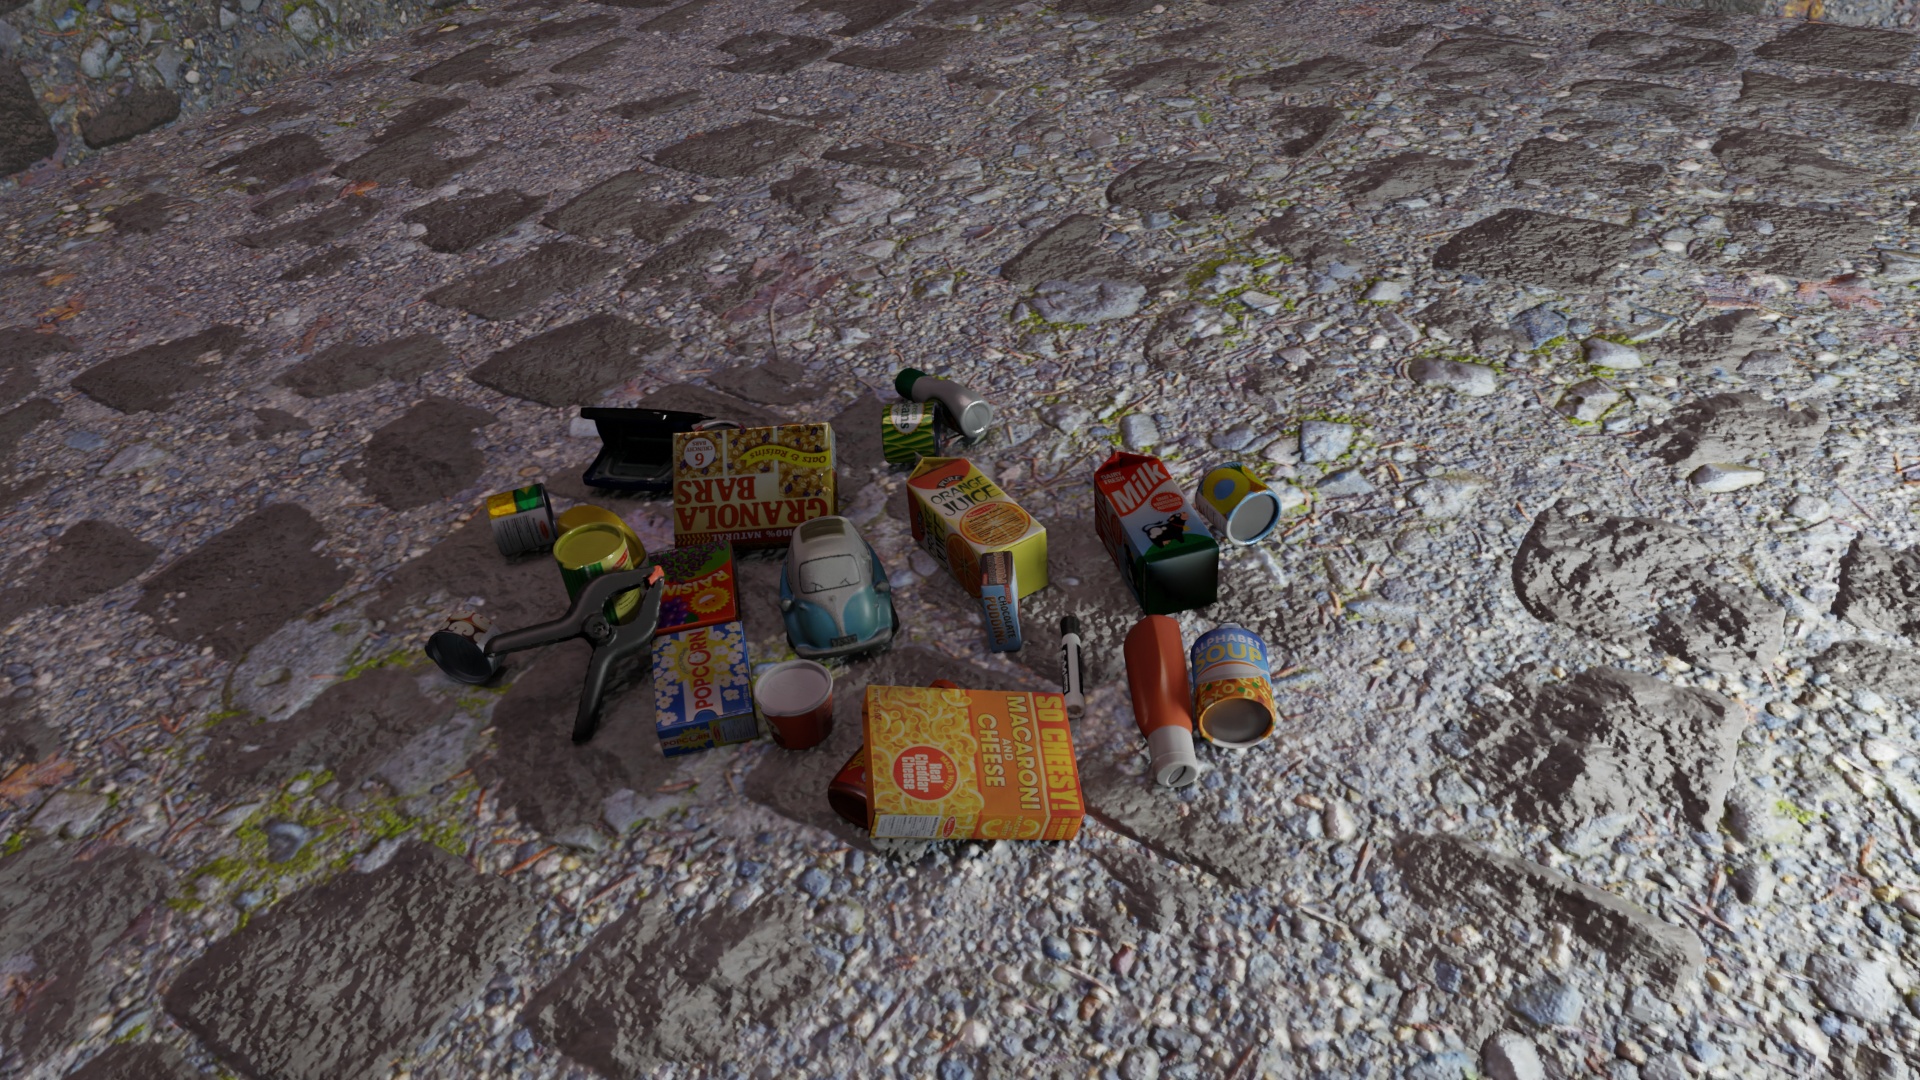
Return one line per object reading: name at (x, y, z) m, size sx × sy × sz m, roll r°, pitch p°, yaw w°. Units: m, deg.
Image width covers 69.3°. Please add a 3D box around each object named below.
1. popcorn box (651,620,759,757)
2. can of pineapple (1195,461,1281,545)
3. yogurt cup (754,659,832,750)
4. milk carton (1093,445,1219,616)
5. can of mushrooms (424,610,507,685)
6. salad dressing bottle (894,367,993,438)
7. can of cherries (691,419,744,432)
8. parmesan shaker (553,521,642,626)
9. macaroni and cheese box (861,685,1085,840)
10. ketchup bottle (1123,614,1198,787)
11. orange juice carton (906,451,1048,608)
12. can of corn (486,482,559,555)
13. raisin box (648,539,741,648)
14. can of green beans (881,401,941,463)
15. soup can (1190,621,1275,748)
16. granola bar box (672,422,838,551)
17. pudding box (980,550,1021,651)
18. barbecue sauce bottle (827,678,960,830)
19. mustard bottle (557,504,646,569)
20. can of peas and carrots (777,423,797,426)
popcorn box at (-0.231, 0.132, 1.253) m, size 0.085 × 0.038 × 0.127 m, roll -10°, pitch 38°, yaw -7°
can of pineapple at (0.277, -0.038, 1.379) m, size 0.071 × 0.070 × 0.058 m, roll -19°, pitch 41°, yaw -16°
yogurt cup at (-0.142, 0.145, 1.212) m, size 0.072 × 0.053 × 0.073 m, roll -4°, pitch 38°, yaw 3°
milk carton at (0.182, -0.016, 1.359) m, size 0.073 × 0.072 × 0.191 m, roll -13°, pitch 38°, yaw -9°
can of mushrooms at (-0.463, 0.100, 1.301) m, size 0.071 × 0.070 × 0.034 m, roll 8°, pitch 39°, yaw 17°
salad dressing bottle at (-0.022, -0.161, 1.585) m, size 0.044 × 0.064 × 0.148 m, roll -43°, pitch 39°, yaw -12°
can of cherries at (-0.263, -0.090, 1.524) m, size 0.071 × 0.058 × 0.072 m, roll -4°, pitch 37°, yaw 3°
parmesan shaker at (-0.344, 0.044, 1.327) m, size 0.071 × 0.102 × 0.072 m, roll -4°, pitch 37°, yaw 3°
macaroni and cheese box at (0.007, 0.179, 1.119) m, size 0.167 × 0.040 × 0.124 m, roll 4°, pitch 46°, yaw -11°
ketchup bottle at (0.171, 0.137, 1.178) m, size 0.043 × 0.064 × 0.149 m, roll 12°, pitch 44°, yaw -15°
orange juice carton at (0.005, -0.017, 1.385) m, size 0.073 × 0.071 × 0.193 m, roll -24°, pitch 42°, yaw -22°
can of corn at (-0.460, -0.023, 1.459) m, size 0.058 × 0.070 × 0.071 m, roll -15°, pitch 39°, yaw -11°
raisin box at (-0.260, 0.056, 1.353) m, size 0.086 × 0.039 × 0.124 m, roll -10°, pitch 37°, yaw -5°
can of green beans at (-0.053, -0.118, 1.526) m, size 0.058 × 0.071 × 0.071 m, roll -2°, pitch 38°, yaw 6°
soup can at (0.230, 0.122, 1.178) m, size 0.071 × 0.071 × 0.084 m, roll -1°, pitch 38°, yaw 6°
granola bar box at (-0.211, -0.053, 1.430) m, size 0.166 × 0.039 × 0.124 m, roll -4°, pitch 79°, yaw 3°
pudding box at (0.038, 0.057, 1.278) m, size 0.030 × 0.083 × 0.050 m, roll -5°, pitch 38°, yaw 6°
barbecue sauce bottle at (-0.047, 0.177, 1.167) m, size 0.065 × 0.043 × 0.149 m, roll 21°, pitch 45°, yaw 22°
mustard bottle at (-0.378, -0.005, 1.427) m, size 0.049 × 0.065 × 0.160 m, roll -43°, pitch 32°, yaw -21°
can of peas and carrots at (-0.189, -0.085, 1.501) m, size 0.071 × 0.070 × 0.059 m, roll 4°, pitch 38°, yaw 13°
